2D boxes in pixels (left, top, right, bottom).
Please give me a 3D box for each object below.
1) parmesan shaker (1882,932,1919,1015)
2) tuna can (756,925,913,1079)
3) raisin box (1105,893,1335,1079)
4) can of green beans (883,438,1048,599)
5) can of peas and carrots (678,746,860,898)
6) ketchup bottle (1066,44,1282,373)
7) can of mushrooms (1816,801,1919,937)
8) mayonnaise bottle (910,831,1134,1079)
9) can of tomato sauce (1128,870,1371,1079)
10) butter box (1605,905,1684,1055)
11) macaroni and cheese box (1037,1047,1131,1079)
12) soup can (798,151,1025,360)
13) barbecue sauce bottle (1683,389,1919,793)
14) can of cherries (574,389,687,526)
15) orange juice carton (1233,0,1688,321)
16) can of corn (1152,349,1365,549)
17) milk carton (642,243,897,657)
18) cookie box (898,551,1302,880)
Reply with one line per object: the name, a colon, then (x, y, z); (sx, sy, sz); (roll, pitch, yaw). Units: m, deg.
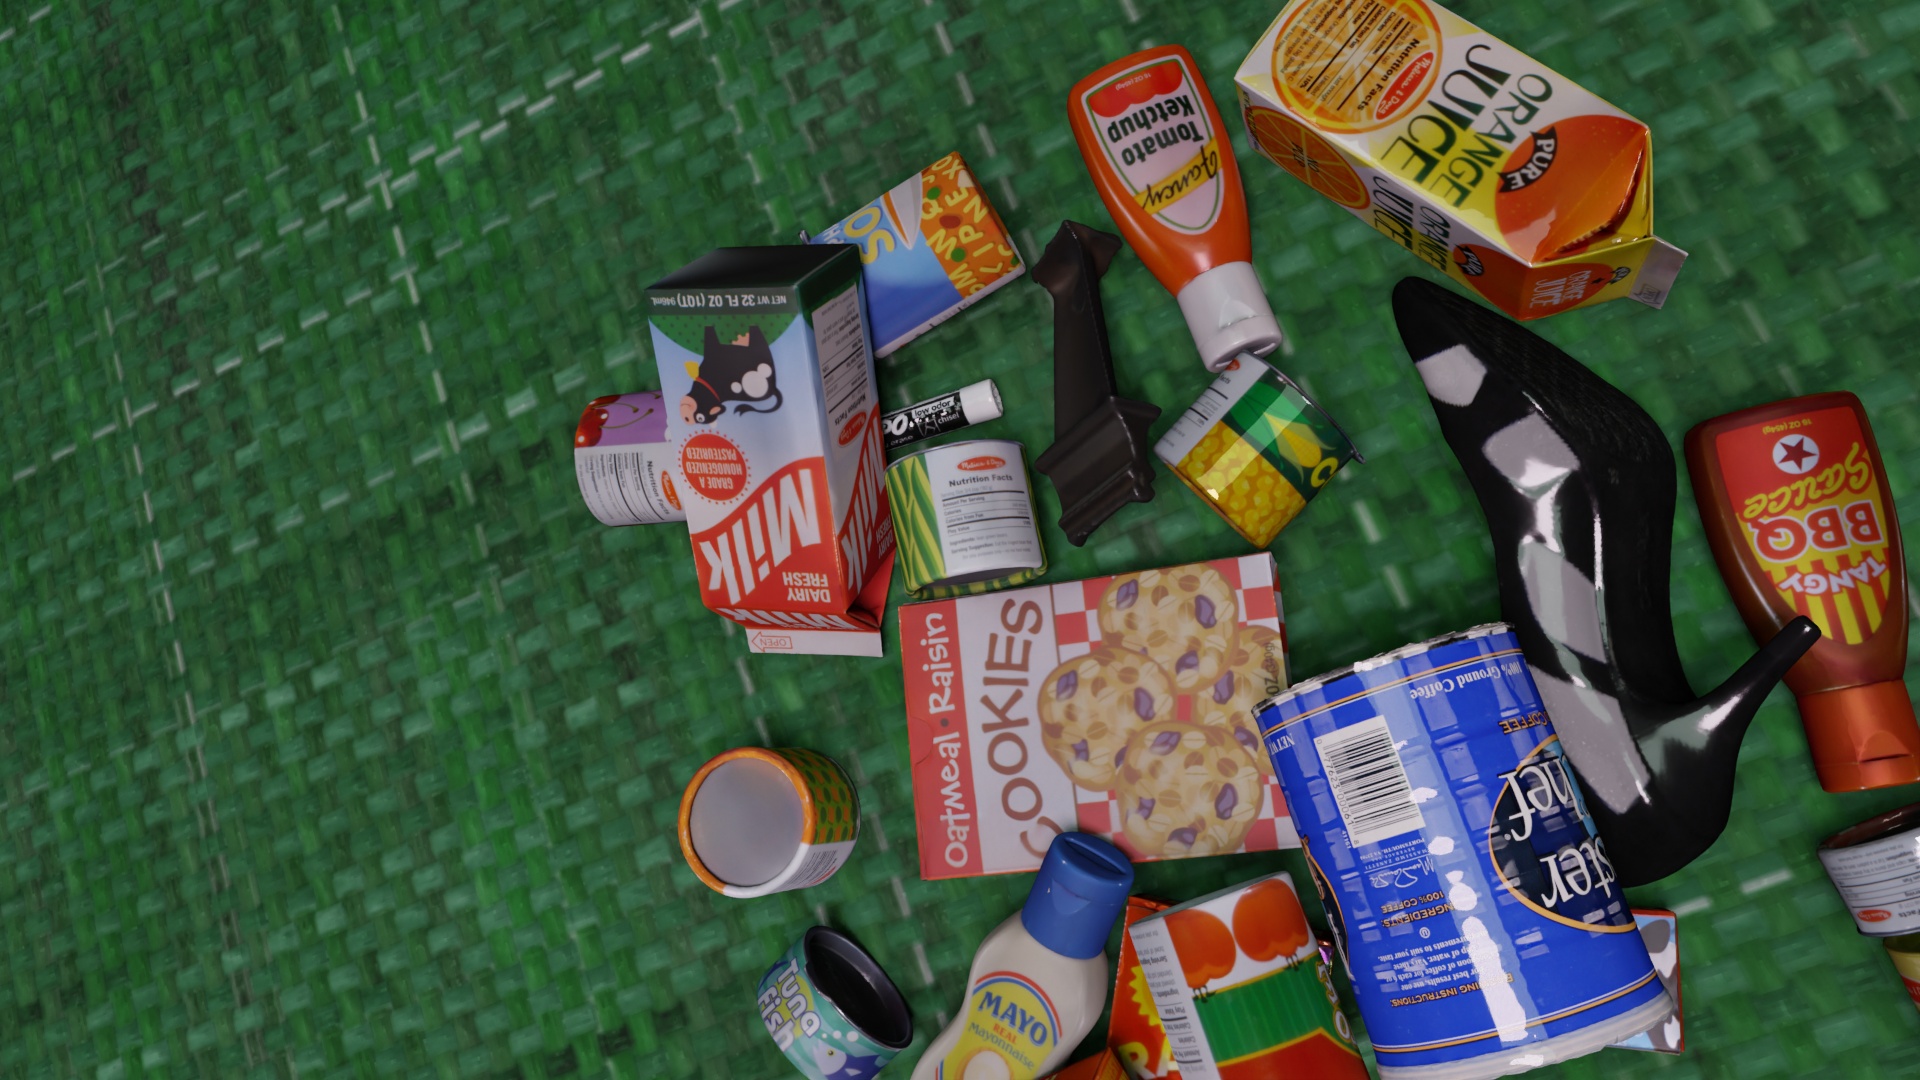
parmesan shaker: (0.379, 0.180, 0.481); (0.071, 0.071, 0.103); (-23, 79, 12)
tuna can: (-0.056, 0.204, 0.605); (0.033, 0.071, 0.071); (-45, 72, 7)
raisin box: (0.103, 0.216, 0.572); (0.086, 0.040, 0.123); (8, 82, 19)
can of green beans: (0.003, -0.008, 0.627); (0.071, 0.071, 0.058); (-13, 78, 14)
can of peas and carrots: (-0.088, 0.125, 0.635); (0.071, 0.058, 0.071); (-3, 80, 16)
ketchup bottle: (0.102, -0.149, 0.633); (0.065, 0.043, 0.149); (-21, 76, 4)
can of mushrooms: (0.352, 0.115, 0.502); (0.071, 0.071, 0.033); (-26, 74, 11)
mayonnaise bottle: (0.028, 0.192, 0.576); (0.065, 0.041, 0.147); (27, 107, 20)
can of tomato sauce: (0.110, 0.174, 0.521); (0.071, 0.071, 0.083); (-23, 75, 12)
butter box: (0.227, 0.170, 0.550); (0.103, 0.024, 0.053); (0, 80, 17)
macaroni and cheese box: (0.051, 0.299, 0.542); (0.123, 0.040, 0.166); (-35, 87, 20)
soup can: (-0.022, -0.136, 0.654); (0.083, 0.071, 0.071); (-30, 74, 10)
barbecue sauce bottle: (0.331, 0.020, 0.535); (0.065, 0.043, 0.149); (-12, 78, 13)
can of cherries: (-0.145, -0.042, 0.680); (0.058, 0.071, 0.071); (-4, 80, 17)
orange juice carton: (0.215, -0.160, 0.586); (0.193, 0.072, 0.073); (40, 94, 19)
can of corn: (0.127, -0.037, 0.595); (0.058, 0.071, 0.071); (-47, 71, 6)
milk carton: (-0.079, -0.032, 0.628); (0.072, 0.074, 0.189); (1, 115, 18)
cookie box: (0.061, 0.078, 0.607); (0.167, 0.040, 0.123); (-9, 79, 15)
